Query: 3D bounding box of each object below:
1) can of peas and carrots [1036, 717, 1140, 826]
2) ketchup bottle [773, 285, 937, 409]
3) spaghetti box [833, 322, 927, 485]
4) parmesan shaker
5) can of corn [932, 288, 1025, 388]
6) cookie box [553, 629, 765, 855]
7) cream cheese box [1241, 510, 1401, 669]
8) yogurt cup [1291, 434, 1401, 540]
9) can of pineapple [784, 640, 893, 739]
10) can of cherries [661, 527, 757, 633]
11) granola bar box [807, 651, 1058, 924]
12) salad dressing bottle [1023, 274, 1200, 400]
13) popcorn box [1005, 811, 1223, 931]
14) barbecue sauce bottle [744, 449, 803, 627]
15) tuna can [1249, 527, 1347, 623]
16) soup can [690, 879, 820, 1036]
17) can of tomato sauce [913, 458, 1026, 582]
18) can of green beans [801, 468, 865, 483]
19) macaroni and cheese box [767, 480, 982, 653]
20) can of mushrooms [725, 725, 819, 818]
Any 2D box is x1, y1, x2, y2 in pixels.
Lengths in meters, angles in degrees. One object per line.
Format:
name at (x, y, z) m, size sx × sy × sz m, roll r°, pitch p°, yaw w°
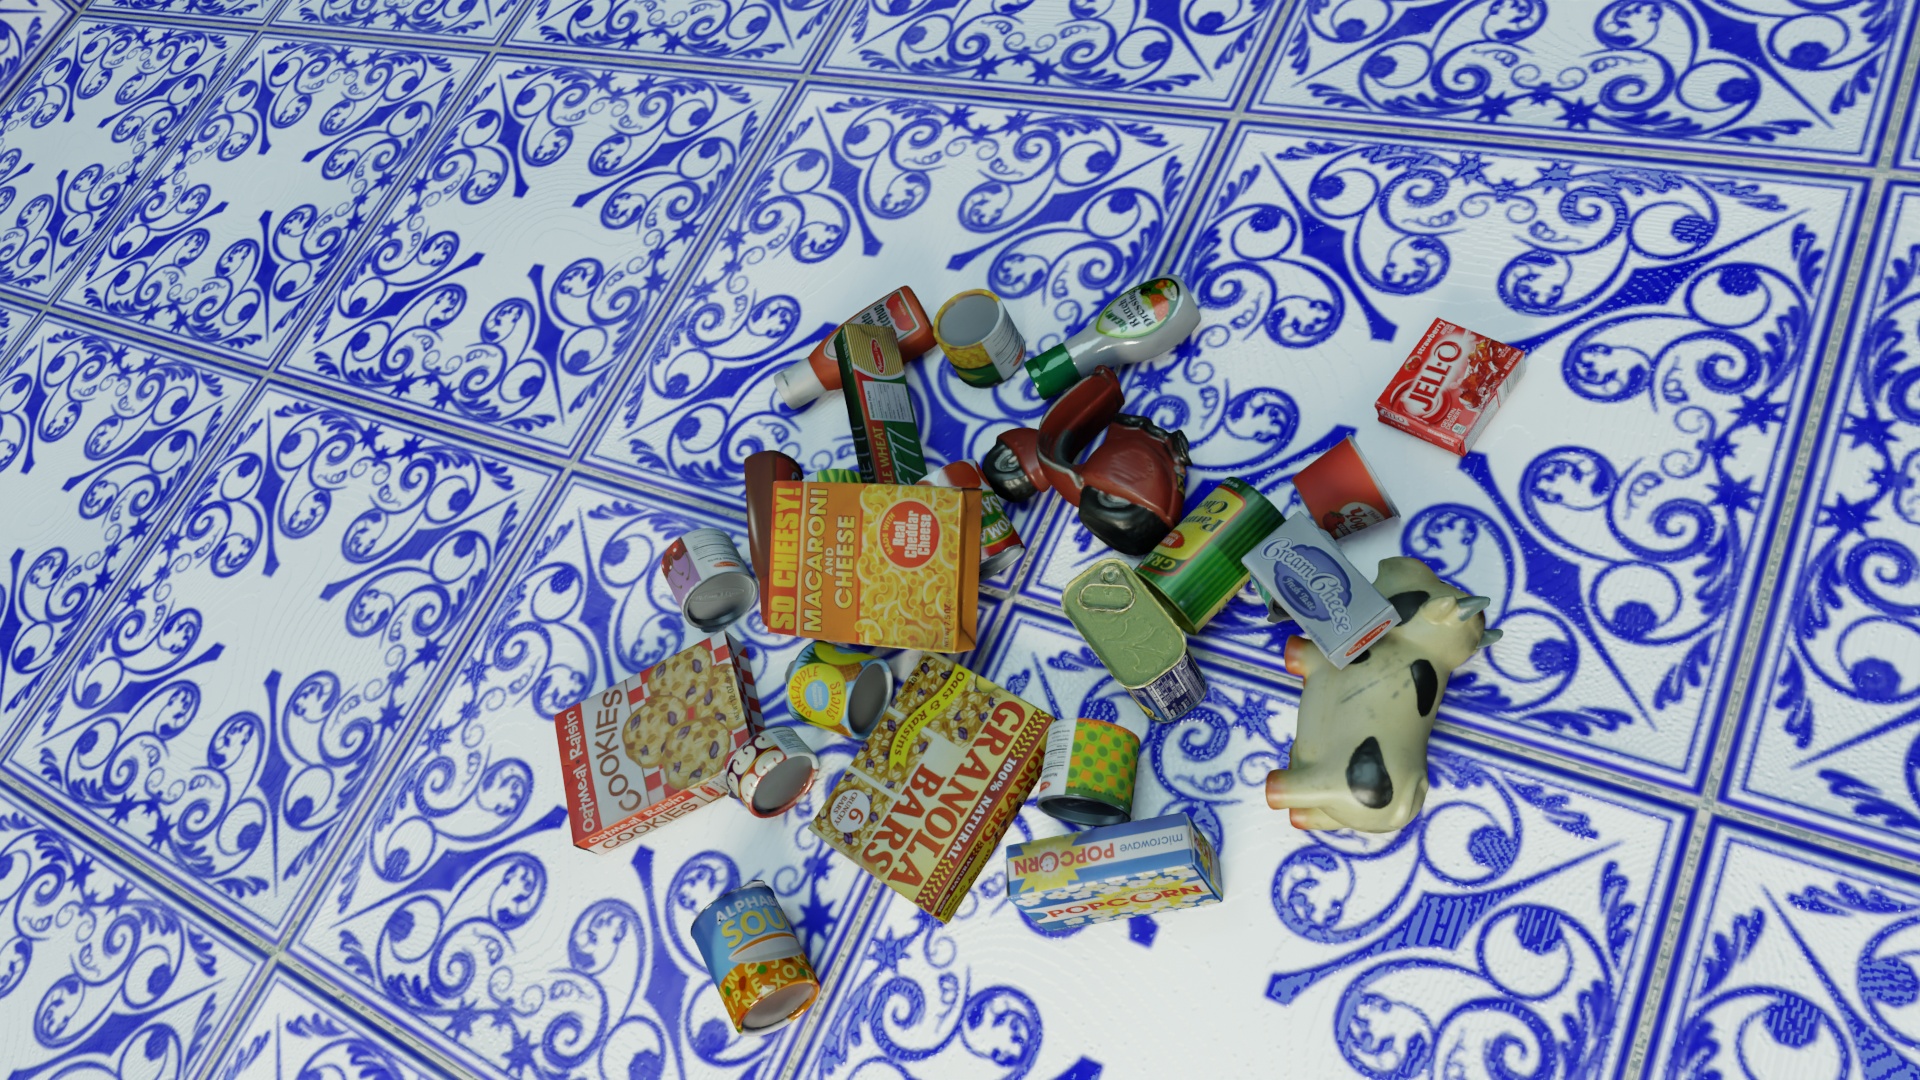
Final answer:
can of peas and carrots at (0.092, 0.163, 0.972) m, size 0.071 × 0.070 × 0.059 m, roll 0°, pitch 62°, yaw 23°
ketchup bottle at (-0.096, -0.169, 1.255) m, size 0.149 × 0.043 × 0.065 m, roll -29°, pitch 61°, yaw 7°
spaghetti box at (-0.059, -0.069, 1.153) m, size 0.028 × 0.050 × 0.251 m, roll -46°, pitch 50°, yaw 51°
parmesan shaker at (0.183, 0.010, 1.020) m, size 0.103 × 0.071 × 0.071 m, roll -44°, pitch 55°, yaw -6°
can of corn at (0.014, -0.175, 1.201) m, size 0.071 × 0.058 × 0.071 m, roll -10°, pitch 59°, yaw 18°
cookie box at (-0.244, 0.164, 1.130) m, size 0.167 × 0.040 × 0.123 m, roll -26°, pitch 55°, yaw 8°
cream cheese box at (0.237, 0.031, 0.919) m, size 0.053 × 0.024 × 0.104 m, roll -40°, pitch 47°, yaw 6°
yogurt cup at (0.277, -0.035, 1.006) m, size 0.054 × 0.072 × 0.073 m, roll -31°, pitch 54°, yaw 15°
can of pineapple at (-0.094, 0.116, 1.075) m, size 0.058 × 0.070 × 0.071 m, roll 13°, pitch 68°, yaw 29°
can of cherries at (-0.215, 0.034, 1.178) m, size 0.071 × 0.071 × 0.058 m, roll -36°, pitch 54°, yaw 1°
granola bar box at (-0.017, 0.177, 1.025) m, size 0.124 × 0.039 × 0.166 m, roll 26°, pitch 75°, yaw 32°
salad dressing bottle at (0.125, -0.167, 1.157) m, size 0.147 × 0.044 × 0.064 m, roll -29°, pitch 54°, yaw 6°
popcorn box at (0.103, 0.221, 0.920) m, size 0.126 × 0.085 × 0.038 m, roll -14°, pitch 57°, yaw 16°
barbecue sauce bottle at (-0.154, 0.001, 1.172) m, size 0.043 × 0.064 × 0.149 m, roll -16°, pitch 62°, yaw 17°
tuna can at (0.240, 0.025, 0.986) m, size 0.071 × 0.071 × 0.033 m, roll -29°, pitch 54°, yaw 6°
soup can at (-0.146, 0.298, 0.993) m, size 0.071 × 0.071 × 0.084 m, roll -37°, pitch 55°, yaw 0°
can of tomato sauce at (0.004, -0.014, 1.091) m, size 0.071 × 0.071 × 0.083 m, roll -30°, pitch 76°, yaw 5°
can of green beans at (-0.103, -0.019, 1.158) m, size 0.071 × 0.071 × 0.058 m, roll -14°, pitch 57°, yaw 16°
macaroni and cheese box at (-0.067, 0.018, 1.068) m, size 0.166 × 0.040 × 0.123 m, roll 3°, pitch 91°, yaw 27°
can of mushrooms at (-0.145, 0.179, 1.063) m, size 0.071 × 0.071 × 0.033 m, roll -46°, pitch 56°, yaw -6°
